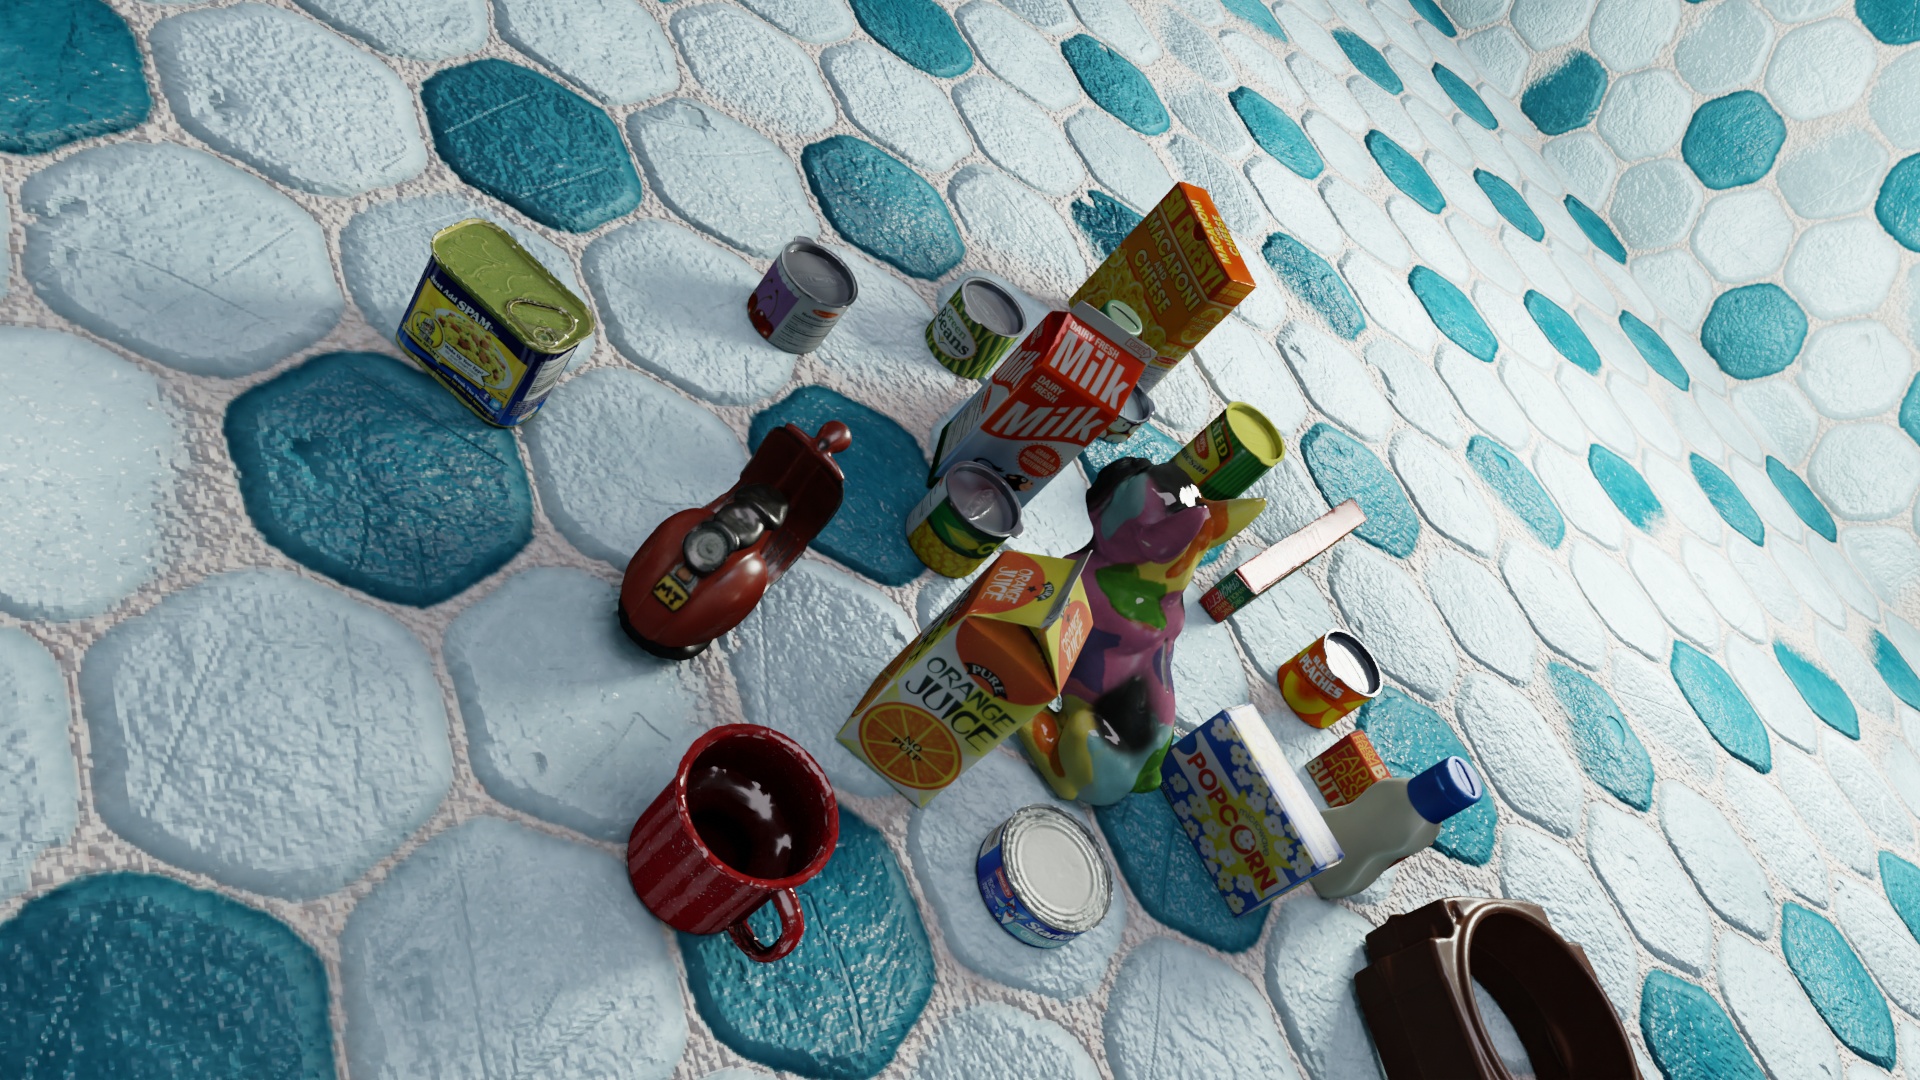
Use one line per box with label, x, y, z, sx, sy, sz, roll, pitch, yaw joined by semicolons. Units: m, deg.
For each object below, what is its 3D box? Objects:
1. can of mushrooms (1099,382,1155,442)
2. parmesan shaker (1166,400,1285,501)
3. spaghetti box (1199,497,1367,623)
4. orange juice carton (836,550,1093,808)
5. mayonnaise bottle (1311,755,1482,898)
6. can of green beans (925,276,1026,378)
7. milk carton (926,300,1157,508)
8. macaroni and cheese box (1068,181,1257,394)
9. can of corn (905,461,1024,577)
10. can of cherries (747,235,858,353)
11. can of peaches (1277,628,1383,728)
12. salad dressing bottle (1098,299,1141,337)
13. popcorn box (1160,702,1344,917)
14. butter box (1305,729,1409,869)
can of mushrooms;0.139;-0.122;1.250;0.071;0.033;0.071;23;43;-24
parmesan shaker;0.226;-0.063;1.219;0.071;0.102;0.072;24;43;-24
spaghetti box;0.295;0.015;1.252;0.251;0.050;0.029;-24;74;-49
orange juice carton;0.012;0.076;0.838;0.073;0.191;0.072;41;39;-5
mayonnaise bottle;0.314;0.207;1.019;0.041;0.147;0.065;9;51;-36
can of green beans;0.013;-0.179;1.172;0.071;0.057;0.071;24;43;-24
milk carton;0.060;-0.099;1.037;0.072;0.189;0.074;31;41;-16
macaroni and cheese box;0.181;-0.226;1.274;0.040;0.165;0.124;6;52;-38
can of corn;0.004;-0.013;1.016;0.071;0.058;0.071;24;43;-24
can of cherries;-0.122;-0.188;1.063;0.071;0.058;0.072;24;43;-24
can of peaches;0.309;0.116;1.167;0.071;0.057;0.071;24;43;-24
salad dressing bottle;0.087;-0.135;1.126;0.064;0.147;0.044;39;39;-7
popcorn box;0.201;0.191;0.986;0.038;0.085;0.127;-8;62;-45
butter box;0.322;0.208;1.102;0.024;0.053;0.104;-6;60;-44
